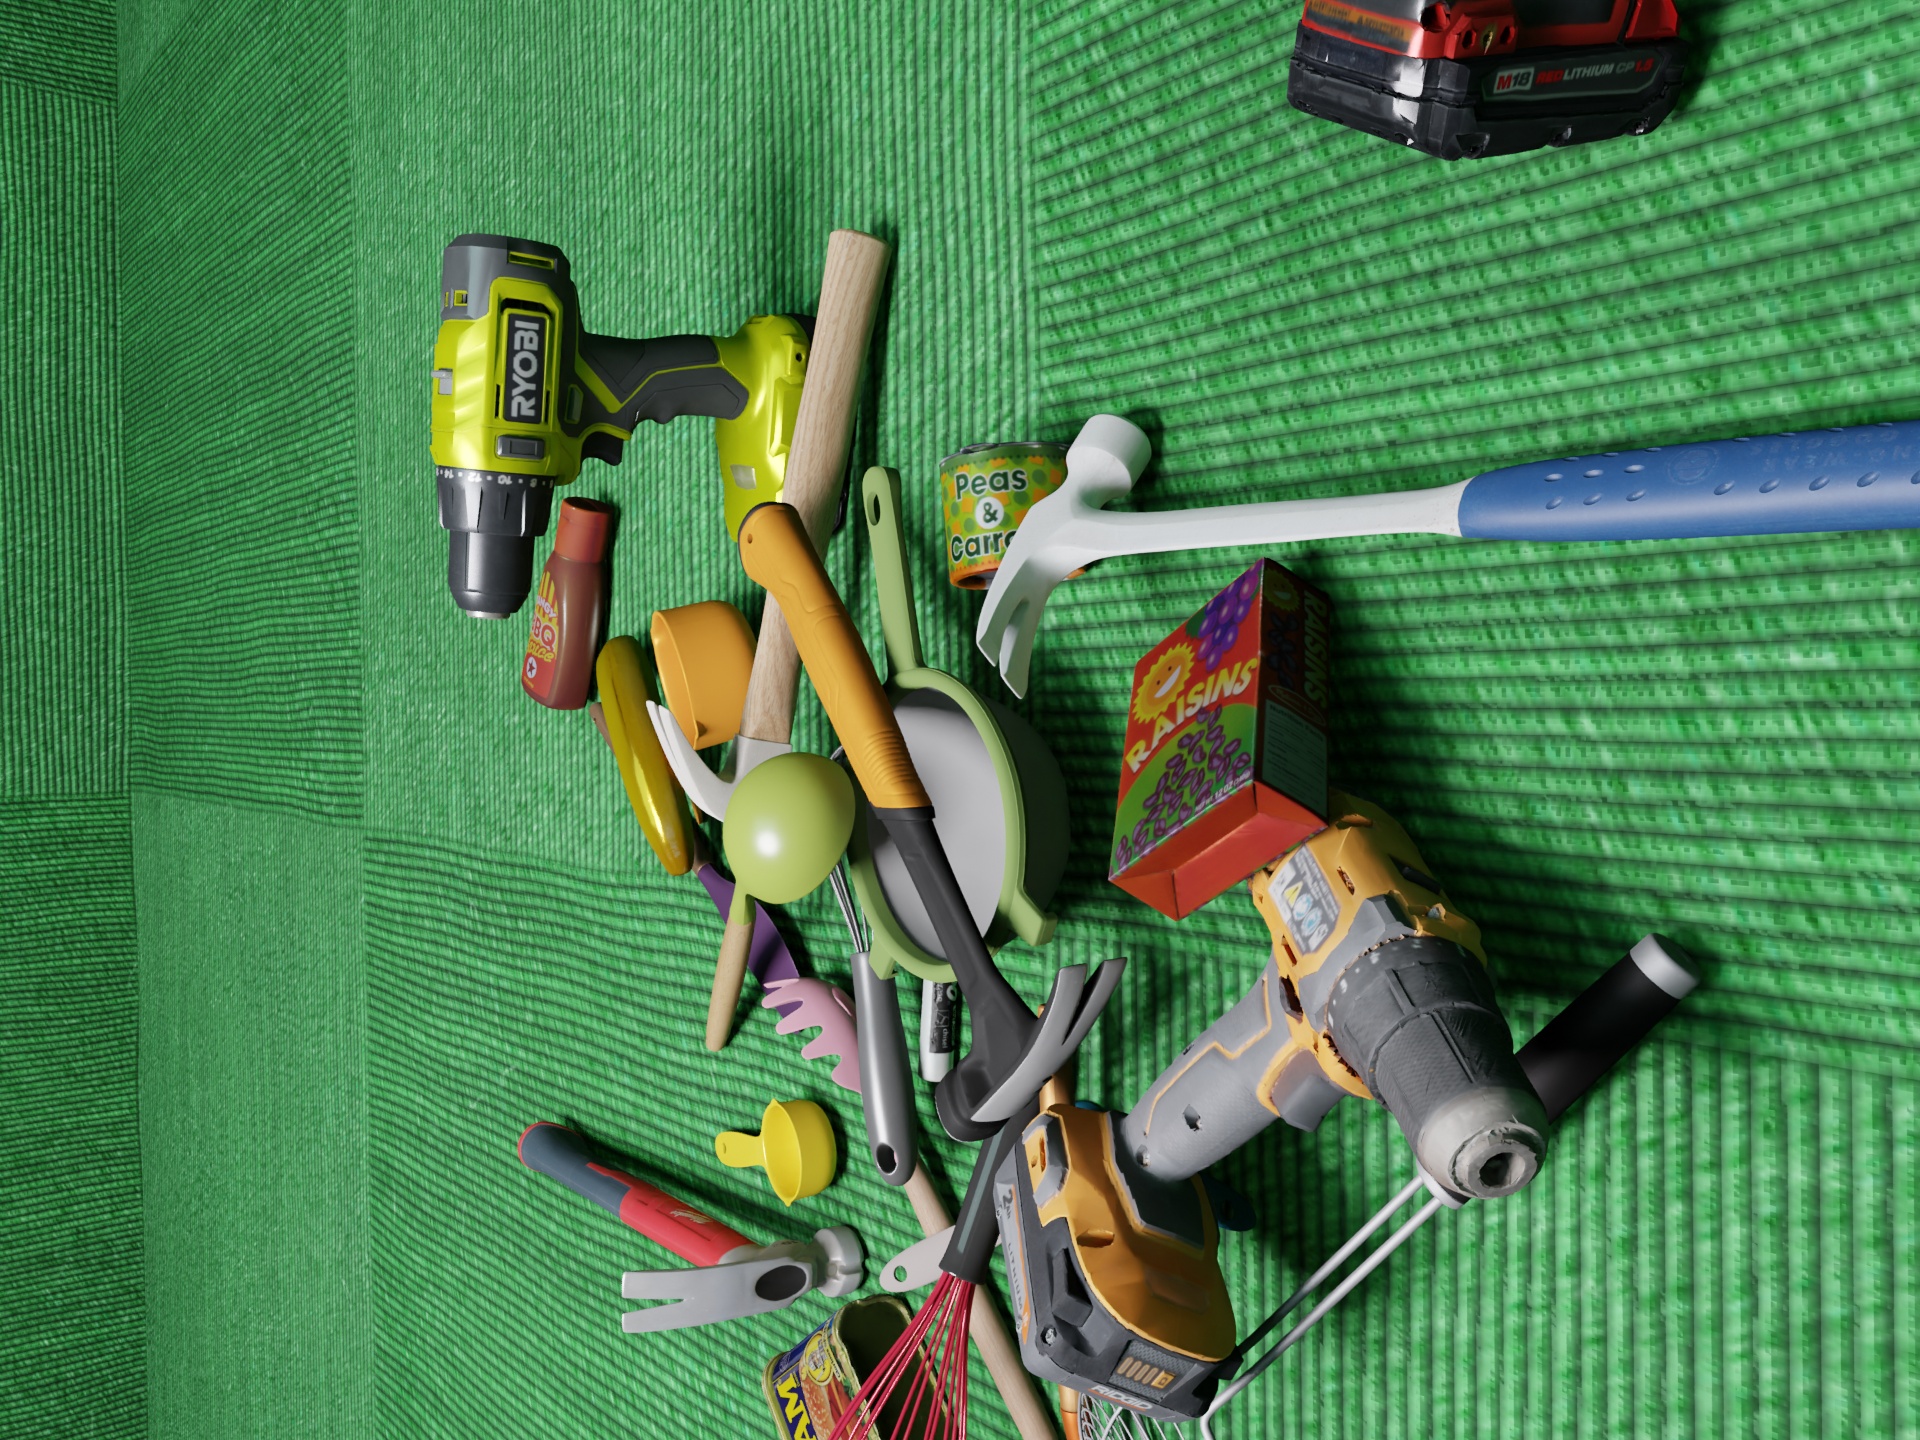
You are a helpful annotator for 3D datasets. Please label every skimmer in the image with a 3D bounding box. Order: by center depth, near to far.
[{"bbox_3d":[0.163,0.216,0.622,0.363,0.090,0.127,-54,47,24],"label":"skimmer"}]

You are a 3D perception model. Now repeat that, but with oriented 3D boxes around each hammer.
[{"bbox_3d":[0.169,-0.070,0.561,0.406,0.035,0.144,2,51,46],"label":"hammer"},{"bbox_3d":[-0.033,0.018,0.740,0.127,0.034,0.337,-58,47,41],"label":"hammer"},{"bbox_3d":[-0.088,-0.102,0.871,0.031,0.130,0.331,14,94,55],"label":"hammer"},{"bbox_3d":[-0.222,0.314,1.027,0.386,0.143,0.038,-2,86,55],"label":"hammer"}]

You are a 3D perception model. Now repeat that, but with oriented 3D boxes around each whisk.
[{"bbox_3d":[-0.006,0.280,0.747,0.073,0.073,0.296,8,74,51],"label":"whisk"},{"bbox_3d":[-0.044,0.125,0.848,0.055,0.055,0.239,-20,73,49],"label":"whisk"}]

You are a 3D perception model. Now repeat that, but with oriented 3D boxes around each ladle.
[{"bbox_3d":[-0.114,0.121,0.903,0.320,0.062,0.078,111,156,-54],"label":"ladle"}]

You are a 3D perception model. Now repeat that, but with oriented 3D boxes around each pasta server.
[{"bbox_3d":[-0.021,0.264,0.844,0.040,0.060,0.316,-34,63,8],"label":"pasta server"}]

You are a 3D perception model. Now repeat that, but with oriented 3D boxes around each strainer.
[{"bbox_3d":[-0.001,-0.003,0.785,0.151,0.069,0.256,-25,71,54],"label":"strainer"}]

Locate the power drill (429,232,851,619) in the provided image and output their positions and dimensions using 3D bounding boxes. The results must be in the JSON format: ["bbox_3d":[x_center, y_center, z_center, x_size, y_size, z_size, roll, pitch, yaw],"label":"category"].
[{"bbox_3d":[-0.175,-0.149,0.866,0.080,0.228,0.190,15,103,50],"label":"power drill"}]

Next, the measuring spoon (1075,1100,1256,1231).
[{"bbox_3d":[0.081,0.208,0.726,0.129,0.021,0.042,8,97,52],"label":"measuring spoon"}]

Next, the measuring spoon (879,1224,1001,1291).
[{"bbox_3d":[0.004,0.259,0.794,0.124,0.018,0.034,-34,68,23],"label":"measuring spoon"}]

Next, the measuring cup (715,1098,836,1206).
[{"bbox_3d":[-0.115,0.262,0.977,0.156,0.029,0.062,-26,71,61],"label":"measuring cup"}]

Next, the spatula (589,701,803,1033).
[{"bbox_3d":[-0.177,0.081,1.043,0.316,0.018,0.059,47,139,39],"label":"spatula"}]

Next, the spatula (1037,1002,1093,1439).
[{"bbox_3d":[0.043,0.293,0.734,0.081,0.041,0.322,34,-127,-89],"label":"spatula"}]

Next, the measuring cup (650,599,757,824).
[{"bbox_3d":[-0.151,0.000,0.995,0.173,0.052,0.095,92,155,-45],"label":"measuring cup"}]

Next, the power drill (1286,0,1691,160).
[{"bbox_3d":[0.194,-0.300,0.481,0.080,0.188,0.226,45,142,45],"label":"power drill"}]

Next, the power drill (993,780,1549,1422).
[{"bbox_3d":[0.108,0.153,0.575,0.226,0.084,0.185,-56,20,19],"label":"power drill"}]
